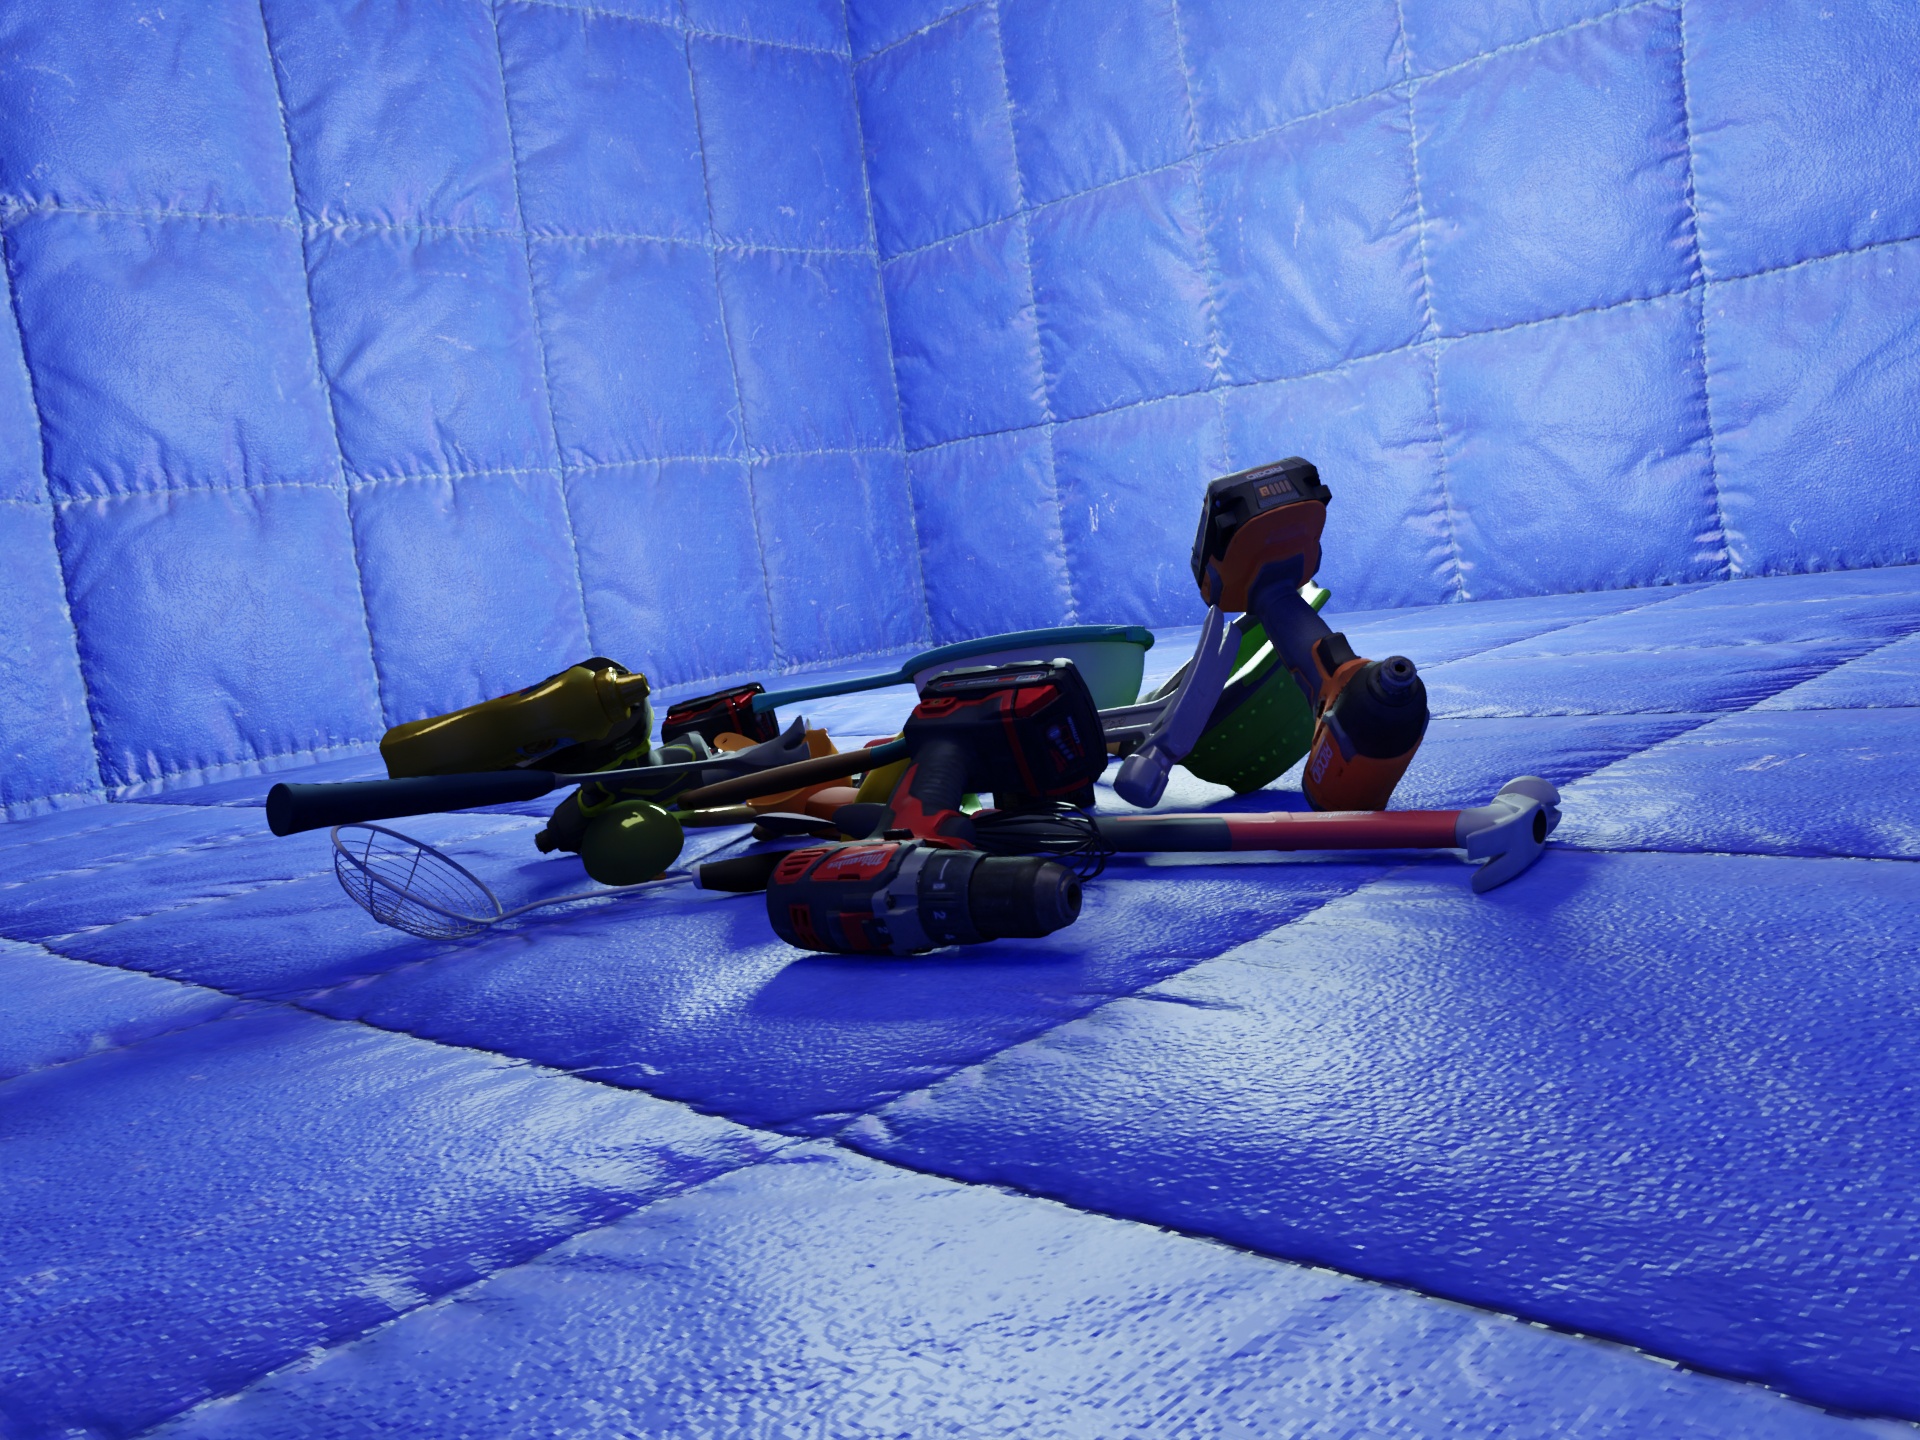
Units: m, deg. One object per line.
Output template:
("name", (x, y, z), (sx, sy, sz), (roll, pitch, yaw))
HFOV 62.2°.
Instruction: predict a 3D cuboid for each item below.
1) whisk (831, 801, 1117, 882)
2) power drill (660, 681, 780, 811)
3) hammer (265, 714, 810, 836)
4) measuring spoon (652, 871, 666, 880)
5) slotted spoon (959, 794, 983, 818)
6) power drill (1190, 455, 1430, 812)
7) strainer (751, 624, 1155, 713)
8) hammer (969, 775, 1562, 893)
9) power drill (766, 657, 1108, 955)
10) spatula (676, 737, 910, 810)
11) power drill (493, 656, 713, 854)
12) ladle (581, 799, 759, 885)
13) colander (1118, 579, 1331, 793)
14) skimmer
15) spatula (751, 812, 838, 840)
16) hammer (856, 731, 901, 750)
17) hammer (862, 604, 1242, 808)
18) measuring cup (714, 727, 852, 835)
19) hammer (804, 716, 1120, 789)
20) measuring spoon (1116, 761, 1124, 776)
("whisk", (0.002, 0.075, 1.057), (0.239, 0.055, 0.055), (3, 11, 41))
("power drill", (-0.242, 0.035, 1.591), (0.143, 0.078, 0.220), (-15, 17, 3))
("hammer", (-0.287, 0.042, 1.151), (0.405, 0.035, 0.144), (-5, -11, -45))
("measuring spoon", (-0.258, 0.119, 1.268), (0.021, 0.011, 0.117), (-3, 6, -30))
("slotted spoon", (0.026, 0.030, 1.410), (0.070, 0.031, 0.314), (35, 24, 7))
("power drill", (0.234, -0.061, 1.048), (0.084, 0.227, 0.164), (-17, -27, -9))
("strainer", (-0.002, -0.004, 1.320), (0.340, 0.095, 0.211), (-9, -6, 5))
("hammer", (0.161, 0.074, 0.996), (0.386, 0.038, 0.143), (-4, 8, 34))
("power drill", (0.012, 0.054, 0.930), (0.188, 0.080, 0.227), (-5, 30, 32))
("spatula", (-0.086, 0.036, 1.139), (0.317, 0.082, 0.044), (-14, 25, 30))
("power drill", (-0.307, 0.043, 1.336), (0.171, 0.080, 0.223), (-26, -22, -4))
("ladle", (-0.211, 0.093, 1.318), (0.078, 0.062, 0.320), (3, 0, 17))
("colander", (0.200, 0.007, 1.326), (0.204, 0.094, 0.397), (-46, 6, -23))
("skimmer", (-0.248, 0.091, 1.114), (0.363, 0.090, 0.127), (-8, 5, -3))
("spatula", (-0.137, 0.081, 1.201), (0.059, 0.018, 0.316), (6, -7, -12))
("hammer", (-0.052, 0.018, 1.592), (0.146, 0.038, 0.410), (31, 28, 23))
("hammer", (0.045, 0.006, 1.161), (0.359, 0.036, 0.149), (-9, 45, 53))
("measuring cup", (-0.160, 0.048, 1.391), (0.095, 0.052, 0.174), (-46, 34, -18))
("hammer", (0.017, 0.027, 1.502), (0.336, 0.034, 0.127), (-7, 35, -33))
("measuring spoon", (0.163, 0.041, 1.457), (0.042, 0.021, 0.128), (-12, 13, 20))
